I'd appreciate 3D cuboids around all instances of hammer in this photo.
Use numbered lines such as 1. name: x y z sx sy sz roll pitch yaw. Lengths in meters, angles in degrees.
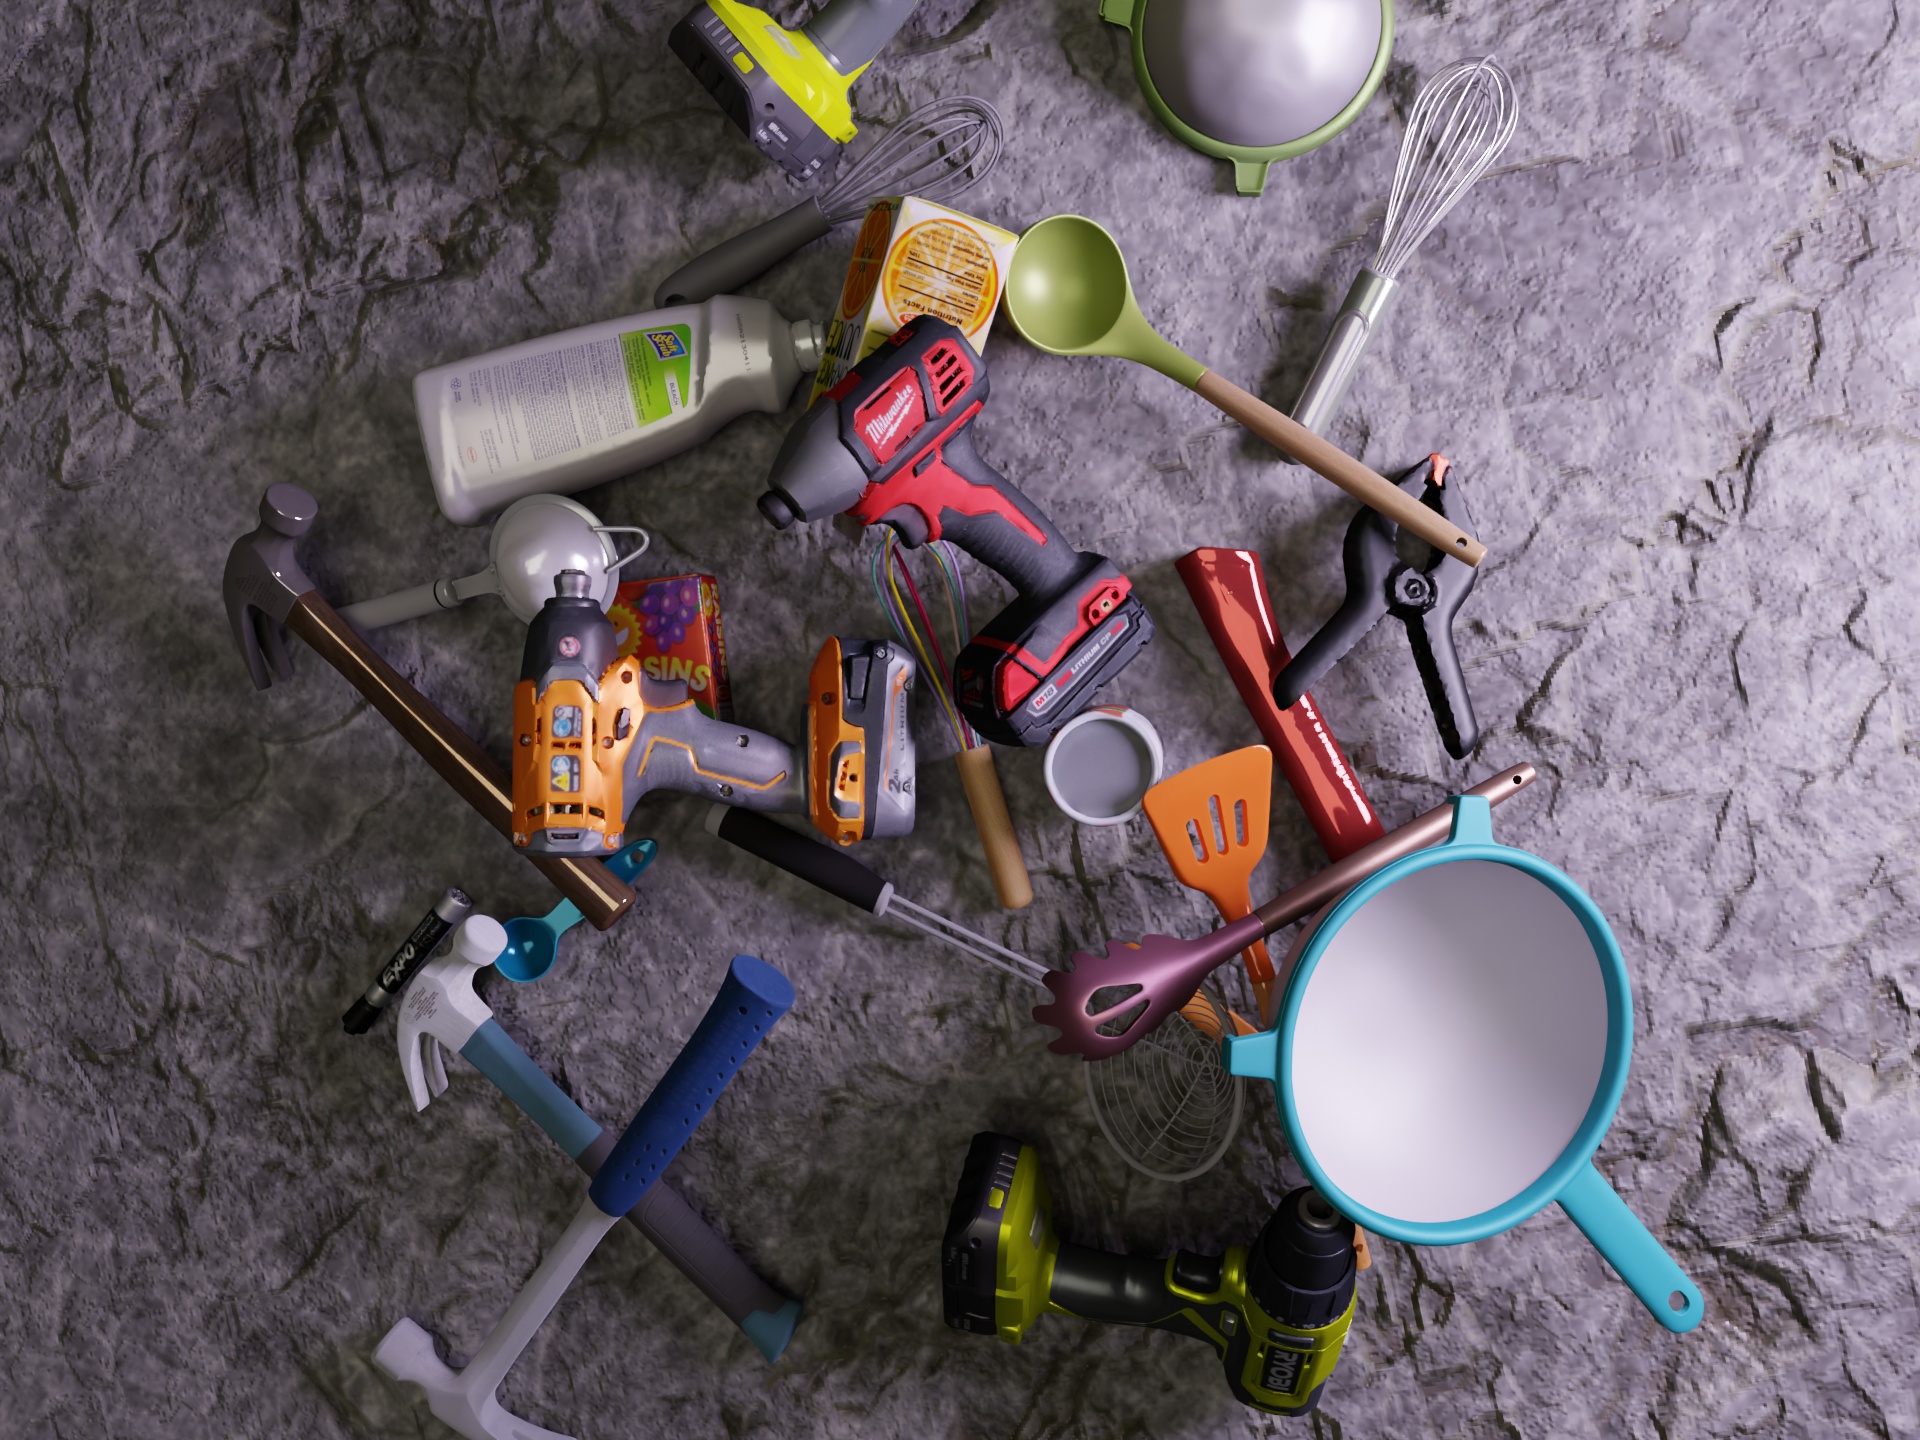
1. hammer: -0.332 0.009 0.992 0.331 0.031 0.130 44 124 1
2. hammer: 0.216 0.062 0.931 0.149 0.036 0.359 -29 89 9
3. hammer: -0.217 0.305 0.972 0.144 0.035 0.405 37 110 3
4. hammer: -0.224 0.277 1.003 0.331 0.033 0.128 44 112 1

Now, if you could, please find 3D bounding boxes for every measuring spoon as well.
1. measuring spoon: 0.142 0.173 0.961 0.117 0.011 0.021 36 98 5
2. measuring spoon: -0.243 0.119 1.018 0.128 0.021 0.042 -39 87 0

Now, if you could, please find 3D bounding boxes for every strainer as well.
1. strainer: -0.310 -0.079 0.982 0.258 0.050 0.087 -11 102 25
2. strainer: 0.286 0.209 0.874 0.211 0.095 0.340 -45 106 -9
3. strainer: 0.211 -0.430 0.886 0.256 0.069 0.151 -37 87 10

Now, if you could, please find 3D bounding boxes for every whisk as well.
1. whisk: -0.082 -0.302 0.955 0.239 0.055 0.055 -24 89 14
2. whisk: -0.003 -0.002 0.959 0.051 0.047 0.245 -16 94 8
3. whisk: 0.242 -0.259 0.904 0.058 0.059 0.246 29 102 18

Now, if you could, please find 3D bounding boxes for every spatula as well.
1. spatula: 0.185 0.173 0.915 0.081 0.041 0.322 -21 96 -10

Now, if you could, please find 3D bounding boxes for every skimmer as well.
1. skimmer: -0.001 0.144 0.941 0.363 0.090 0.127 26 114 8

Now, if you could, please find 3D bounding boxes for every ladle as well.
1. ladle: 0.157 -0.181 0.895 0.320 0.062 0.078 36 92 14

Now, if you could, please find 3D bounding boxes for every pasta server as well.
1. pasta server: 0.185 0.099 0.883 0.316 0.040 0.060 -27 94 -11

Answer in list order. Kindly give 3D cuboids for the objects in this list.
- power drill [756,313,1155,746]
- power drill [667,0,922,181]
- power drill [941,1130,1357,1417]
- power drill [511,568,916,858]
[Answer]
1. power drill: -0.005 -0.096 0.877 0.143 0.079 0.219 -43 112 -12
2. power drill: -0.047 -0.416 0.879 0.223 0.171 0.080 -41 86 12
3. power drill: 0.109 0.307 0.903 0.228 0.080 0.190 10 134 11
4. power drill: -0.143 -0.004 0.924 0.226 0.084 0.164 0 90 -13
